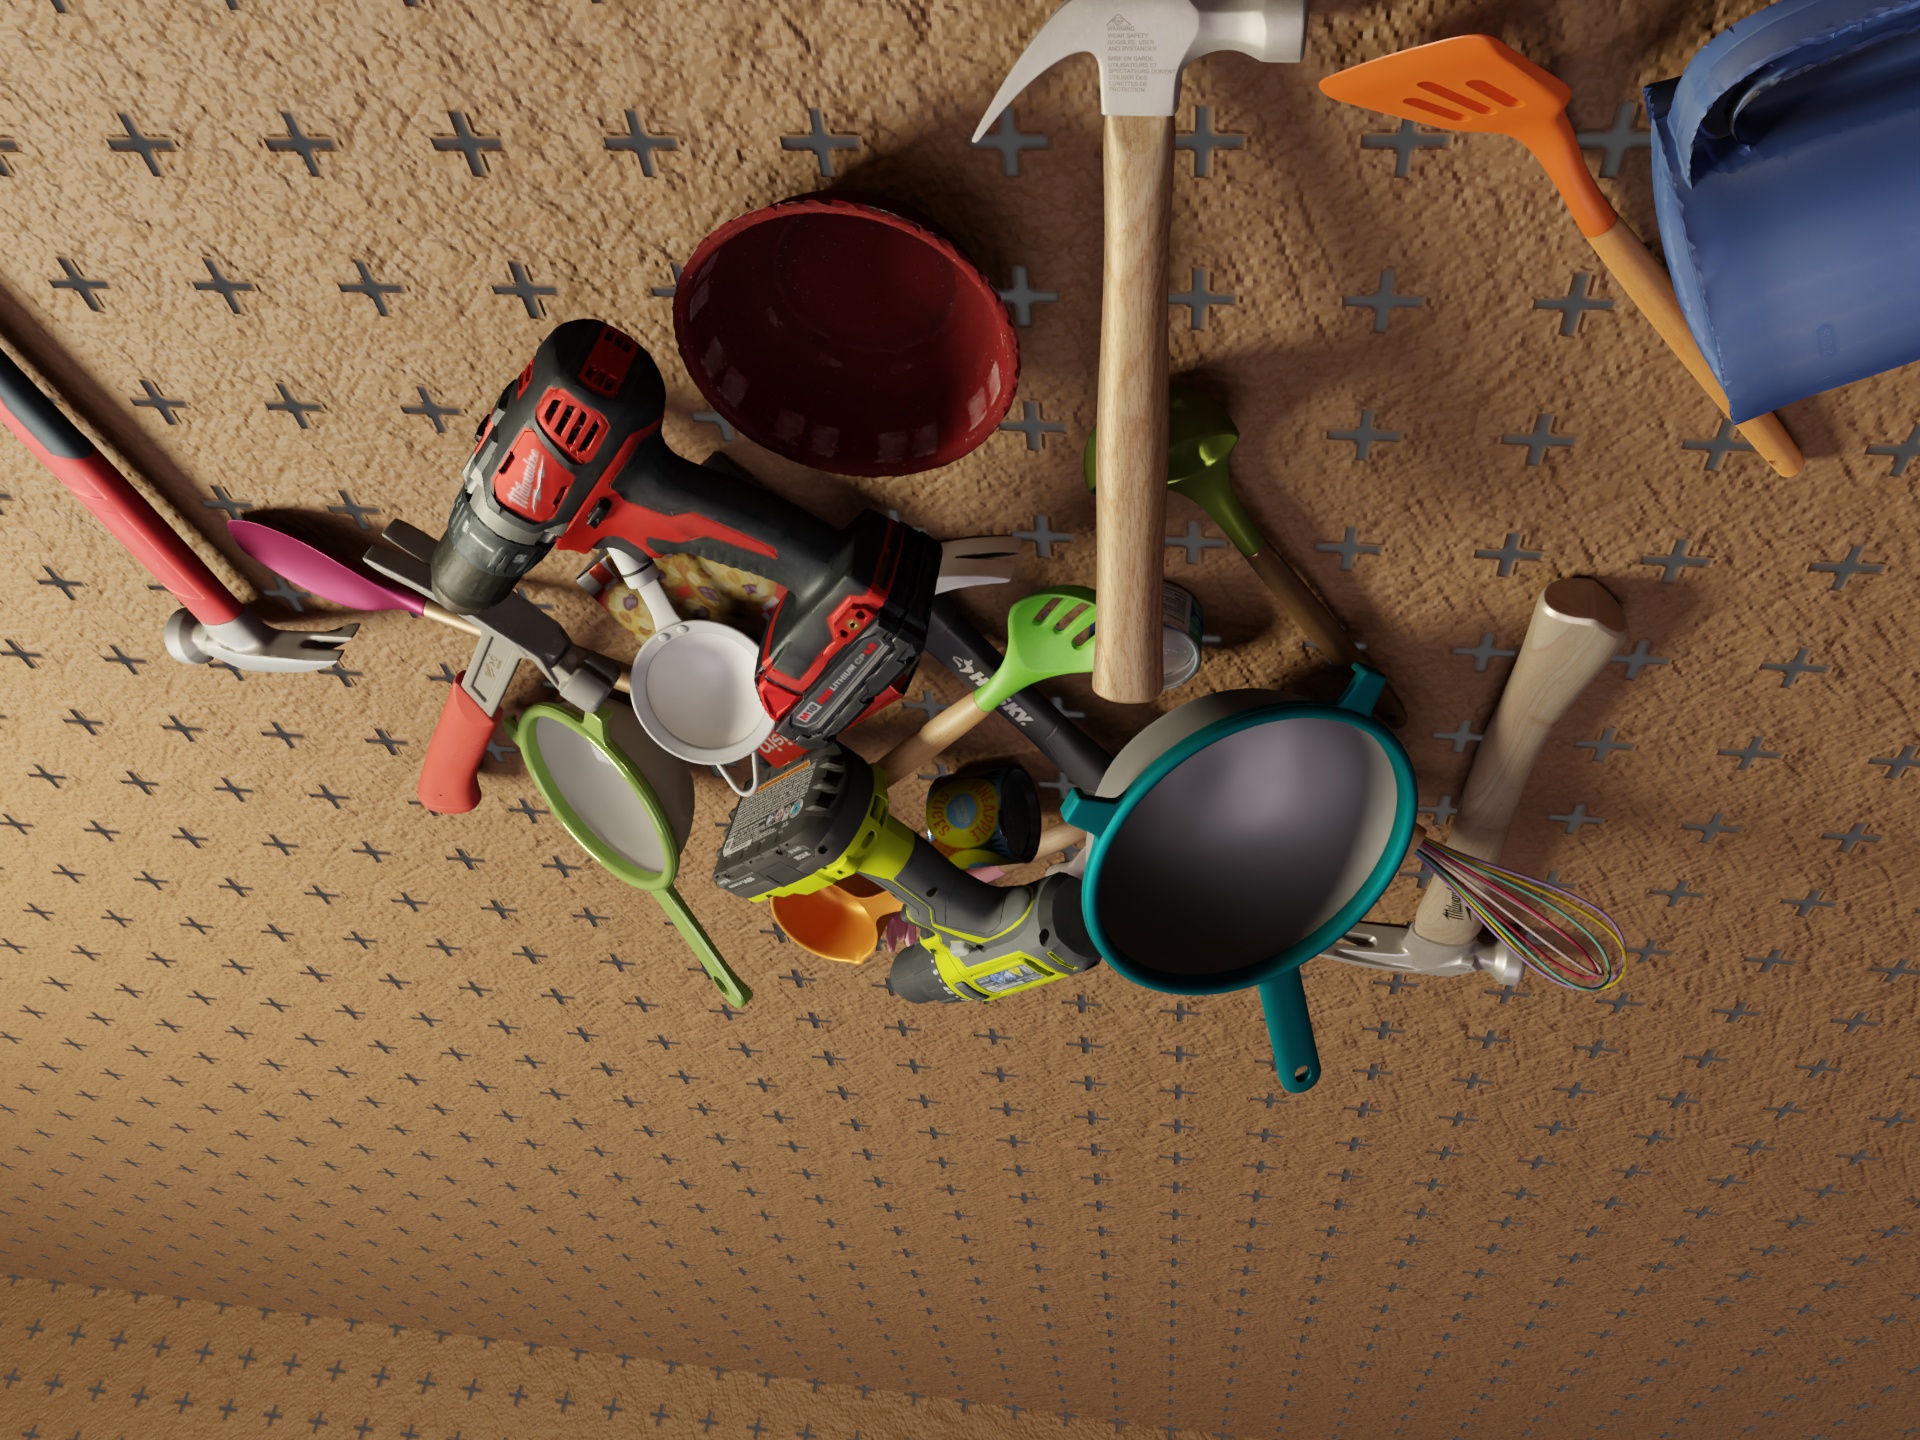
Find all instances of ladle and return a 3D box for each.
[{"bbox_3d":[0.170,-0.070,0.854,0.078,0.062,0.319,-21,137,30],"label":"ladle"}]

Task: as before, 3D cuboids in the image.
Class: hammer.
[{"bbox_3d":[0.066,0.010,0.987,0.146,0.035,0.334,-23,128,38],"label":"hammer"},{"bbox_3d":[-0.503,-0.159,0.902,0.143,0.038,0.385,3,144,23],"label":"hammer"},{"bbox_3d":[0.324,0.055,1.006,0.146,0.038,0.410,6,144,8],"label":"hammer"},{"bbox_3d":[-0.322,-0.008,1.021,0.149,0.037,0.359,34,152,-11],"label":"hammer"},{"bbox_3d":[0.074,-0.150,0.701,0.130,0.031,0.331,6,125,12],"label":"hammer"}]

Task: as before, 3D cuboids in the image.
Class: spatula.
[{"bbox_3d":[0.279,-0.187,0.672,0.322,0.041,0.081,33,168,-32],"label":"spatula"}]

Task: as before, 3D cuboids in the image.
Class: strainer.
[{"bbox_3d":[-0.169,-0.075,0.870,0.087,0.050,0.258,-20,114,14],"label":"strainer"},{"bbox_3d":[0.174,0.102,0.990,0.211,0.095,0.340,-24,130,-4],"label":"strainer"},{"bbox_3d":[-0.198,0.079,1.087,0.151,0.069,0.256,-6,120,52],"label":"strainer"}]

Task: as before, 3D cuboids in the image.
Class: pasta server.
[{"bbox_3d":[0.052,0.101,1.137,0.060,0.040,0.316,-4,160,-47],"label":"pasta server"}]

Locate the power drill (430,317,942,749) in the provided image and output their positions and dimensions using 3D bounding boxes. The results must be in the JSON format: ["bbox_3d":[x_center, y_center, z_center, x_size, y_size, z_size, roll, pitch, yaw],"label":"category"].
[{"bbox_3d":[-0.143,-0.076,0.795,0.226,0.080,0.188,30,132,-20],"label":"power drill"}]

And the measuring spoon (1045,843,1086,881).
[{"bbox_3d":[0.097,0.099,1.139,0.034,0.018,0.124,20,143,-14],"label":"measuring spoon"}]

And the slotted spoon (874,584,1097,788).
[{"bbox_3d":[-0.002,-0.003,0.945,0.070,0.031,0.313,31,142,-19],"label":"slotted spoon"}]

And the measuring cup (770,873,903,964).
[{"bbox_3d":[-0.060,0.121,1.167,0.173,0.052,0.095,-20,117,35],"label":"measuring cup"}]

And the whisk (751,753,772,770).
[{"bbox_3d":[-0.135,0.013,1.062,0.059,0.058,0.246,27,165,42],"label":"whisk"}]

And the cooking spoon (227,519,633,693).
[{"bbox_3d":[-0.302,-0.062,0.975,0.319,0.017,0.068,20,153,4],"label":"cooking spoon"}]

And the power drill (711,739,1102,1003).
[{"bbox_3d":[-0.042,0.115,1.038,0.228,0.080,0.190,34,142,-26],"label":"power drill"}]

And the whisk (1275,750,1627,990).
[{"bbox_3d":[0.301,0.093,0.988,0.245,0.051,0.047,34,152,9],"label":"whisk"}]
